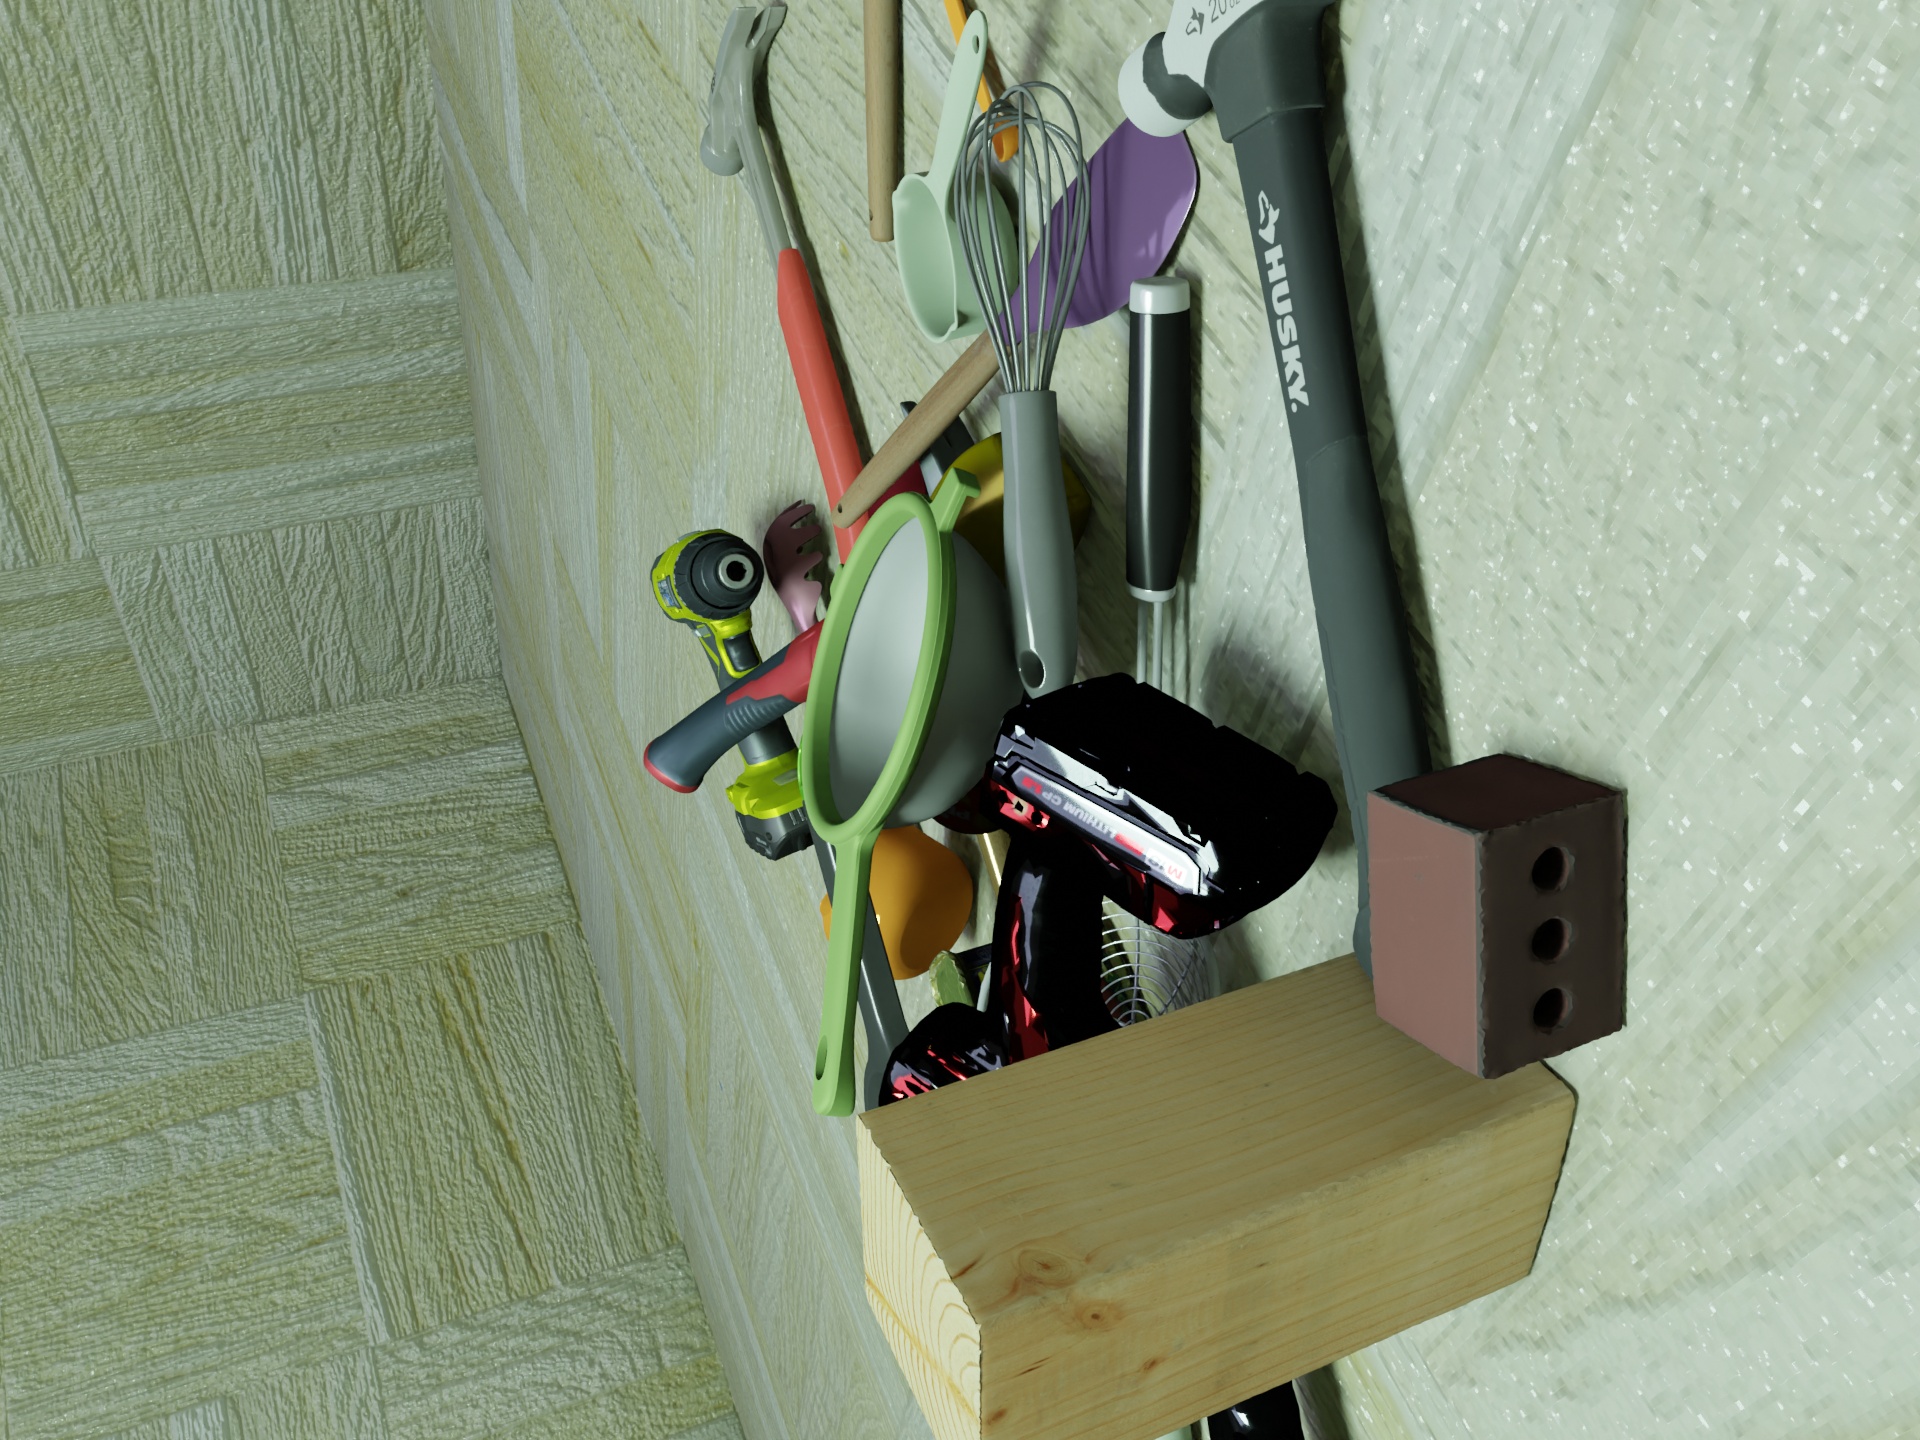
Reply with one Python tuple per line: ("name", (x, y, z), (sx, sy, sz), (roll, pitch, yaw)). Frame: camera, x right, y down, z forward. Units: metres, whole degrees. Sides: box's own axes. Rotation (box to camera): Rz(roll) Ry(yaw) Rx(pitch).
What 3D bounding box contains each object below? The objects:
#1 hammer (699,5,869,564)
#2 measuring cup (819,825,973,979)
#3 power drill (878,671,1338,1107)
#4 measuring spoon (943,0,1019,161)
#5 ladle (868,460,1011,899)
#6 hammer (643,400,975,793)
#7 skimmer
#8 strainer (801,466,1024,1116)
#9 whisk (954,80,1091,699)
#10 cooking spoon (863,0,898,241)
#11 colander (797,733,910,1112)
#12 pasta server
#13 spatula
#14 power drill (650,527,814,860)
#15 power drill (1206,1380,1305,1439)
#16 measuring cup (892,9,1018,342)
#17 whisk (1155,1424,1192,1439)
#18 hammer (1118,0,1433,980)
("hammer", (-0.093, -0.238, 0.966), (0.149, 0.036, 0.359), (143, 113, -68))
("measuring cup", (-0.023, 0.073, 0.931), (0.052, 0.095, 0.173), (30, 117, 33))
("power drill", (0.054, 0.106, 0.609), (0.143, 0.078, 0.219), (31, 121, 28))
("measuring spoon", (0.007, -0.299, 0.709), (0.021, 0.011, 0.117), (99, 156, -71))
("ladle", (-0.001, -0.003, 0.888), (0.069, 0.031, 0.315), (154, 101, -68))
("hammer", (-0.097, -0.045, 0.935), (0.386, 0.038, 0.143), (-27, 78, 51))
("skimmer", (0.057, 0.010, 0.648), (0.127, 0.090, 0.363), (26, 127, 45))
("strainer", (-0.017, 0.034, 0.658), (0.151, 0.069, 0.256), (153, 125, -63))
("whisk", (0.029, -0.125, 0.615), (0.055, 0.055, 0.239), (-171, 76, -68))
("cooking spoon", (-0.039, -0.390, 0.757), (0.069, 0.017, 0.318), (-130, 34, -52))
("colander", (0.003, 0.188, 0.866), (0.204, 0.094, 0.397), (163, 91, -72))
("pasta server", (-0.068, -0.009, 1.059), (0.316, 0.040, 0.060), (65, 157, 19))
("spatula", (0.009, -0.157, 0.706), (0.316, 0.018, 0.060), (-35, 69, 56))
("power drill", (-0.144, -0.024, 1.107), (0.228, 0.080, 0.190), (70, 164, -9))
("power drill", (0.130, 0.277, 0.647), (0.171, 0.080, 0.223), (134, 124, -66))
("measuring cup", (0.007, -0.237, 0.694), (0.167, 0.038, 0.083), (110, 142, -58))
("whisk", (0.097, 0.310, 0.802), (0.059, 0.058, 0.246), (-58, -38, -66))
("hammer", (0.124, -0.072, 0.506), (0.146, 0.035, 0.335), (-176, 74, -69))
